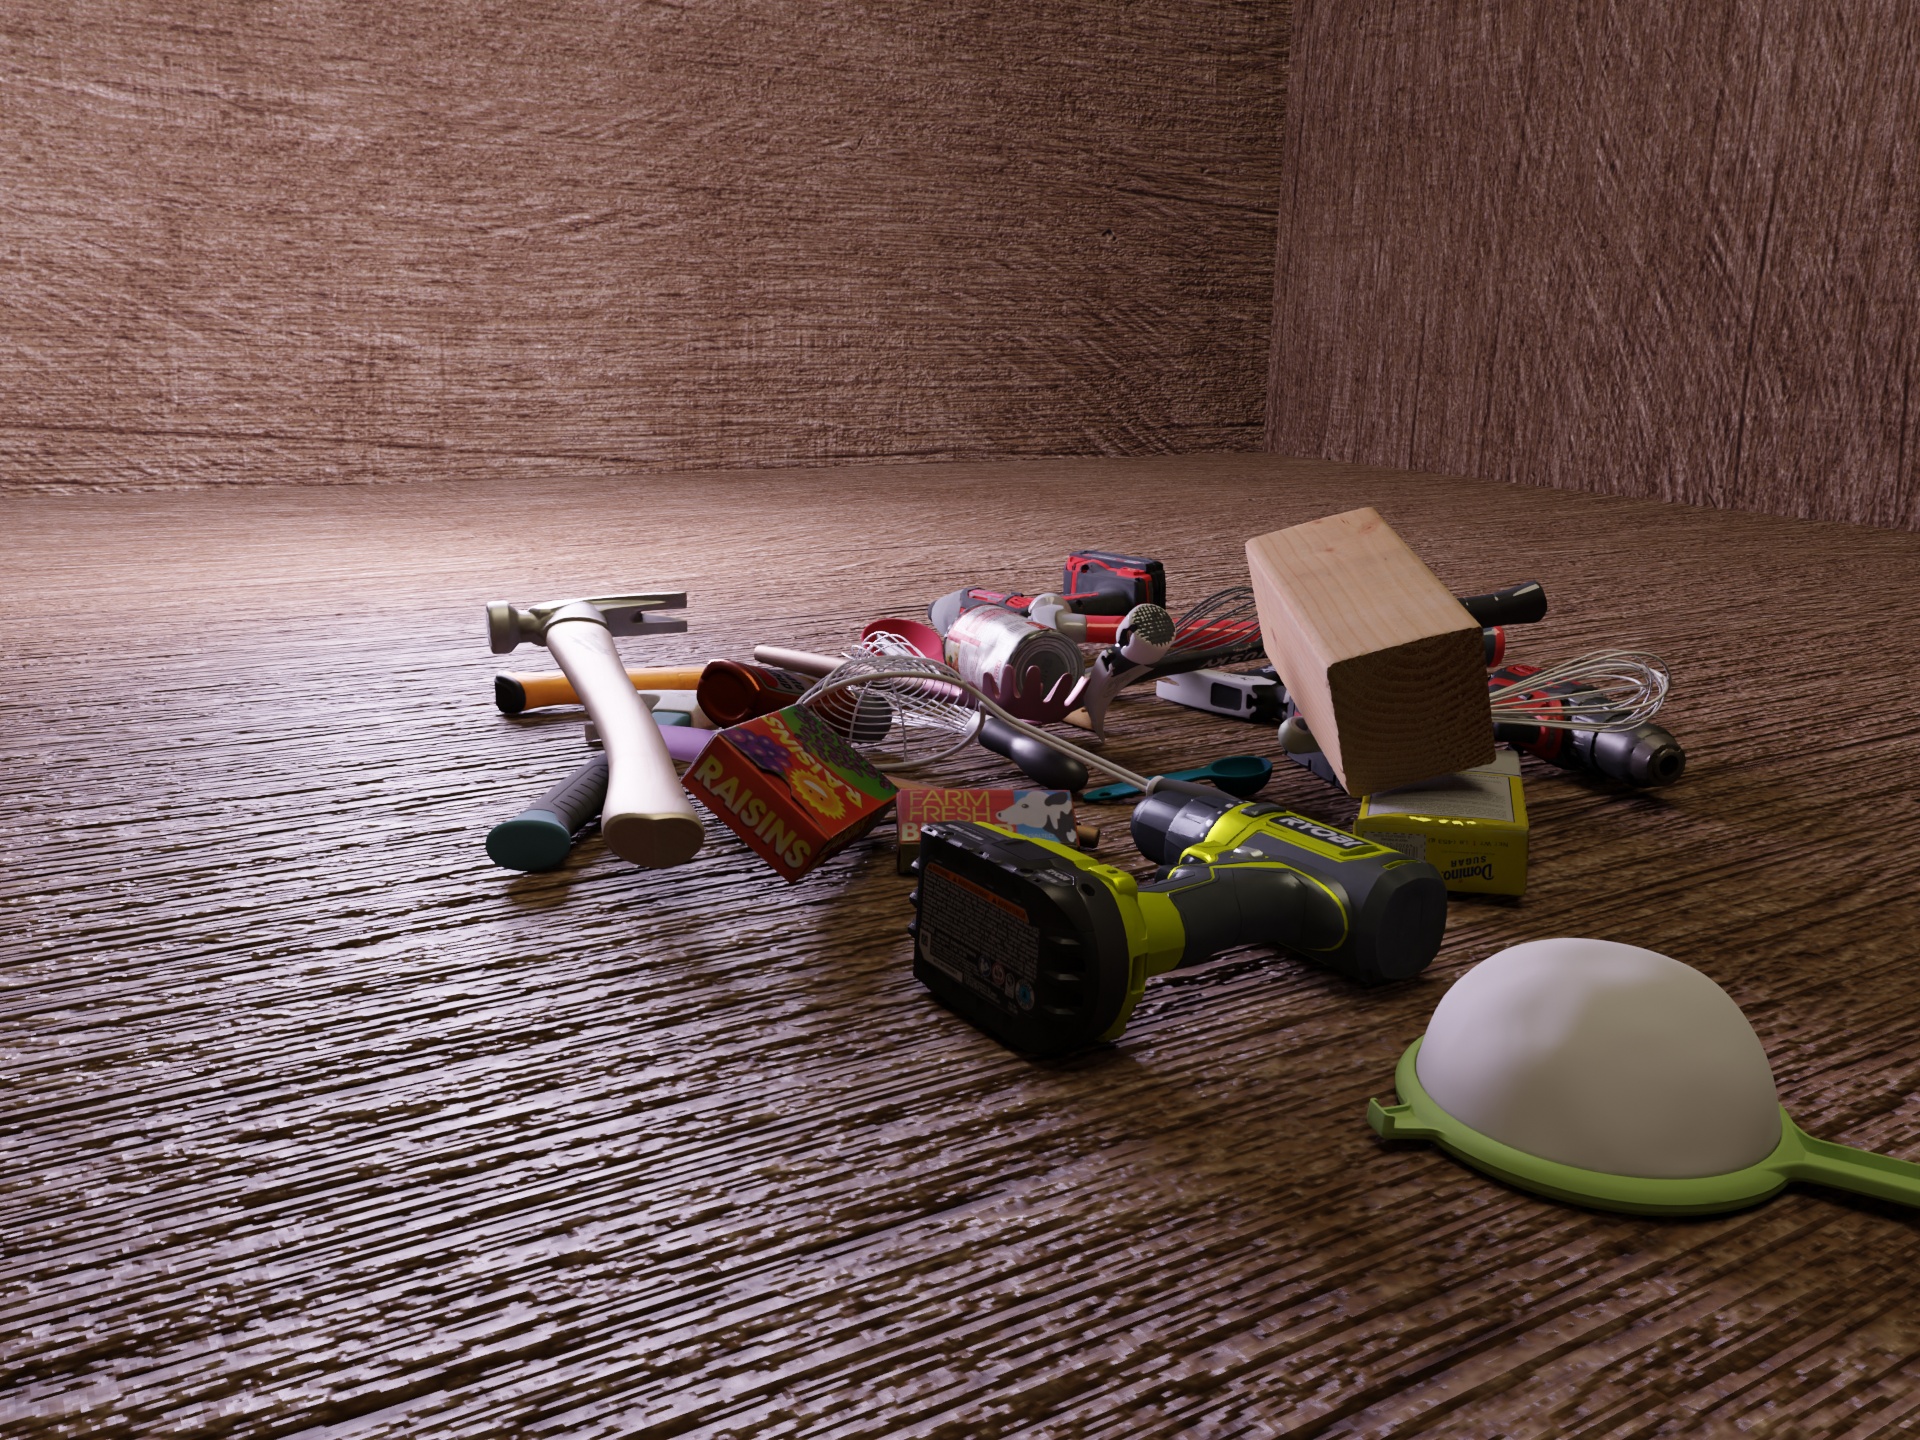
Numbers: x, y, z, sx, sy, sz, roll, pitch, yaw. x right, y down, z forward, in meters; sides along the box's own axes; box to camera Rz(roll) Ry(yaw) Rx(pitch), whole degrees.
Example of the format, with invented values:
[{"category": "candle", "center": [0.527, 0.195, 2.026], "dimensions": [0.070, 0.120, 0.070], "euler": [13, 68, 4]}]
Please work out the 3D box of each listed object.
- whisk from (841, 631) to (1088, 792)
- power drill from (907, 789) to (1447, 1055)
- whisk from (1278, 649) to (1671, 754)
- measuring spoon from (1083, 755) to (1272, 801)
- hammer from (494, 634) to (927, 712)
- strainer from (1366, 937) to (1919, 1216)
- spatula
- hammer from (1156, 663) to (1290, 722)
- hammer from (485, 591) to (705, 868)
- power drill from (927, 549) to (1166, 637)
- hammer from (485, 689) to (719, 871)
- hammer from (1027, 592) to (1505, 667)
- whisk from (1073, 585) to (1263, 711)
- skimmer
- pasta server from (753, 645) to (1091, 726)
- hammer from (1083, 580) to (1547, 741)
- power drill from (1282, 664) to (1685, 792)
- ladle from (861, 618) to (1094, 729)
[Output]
[{"category": "whisk", "center": [-0.001, -0.004, 1.141], "dimensions": [0.070, 0.070, 0.285], "euler": [-9, 23, -35]}, {"category": "power drill", "center": [0.092, 0.082, 0.771], "dimensions": [0.228, 0.080, 0.191], "euler": [-5, 16, -34]}, {"category": "whisk", "center": [0.325, -0.007, 1.008], "dimensions": [0.246, 0.059, 0.058], "euler": [-8, 39, 4]}, {"category": "measuring spoon", "center": [0.143, 0.047, 1.042], "dimensions": [0.128, 0.021, 0.042], "euler": [-10, 17, -8]}, {"category": "hammer", "center": [-0.200, -0.034, 1.277], "dimensions": [0.336, 0.034, 0.127], "euler": [-3, 16, -17]}, {"category": "strainer", "center": [0.294, 0.133, 0.596], "dimensions": [0.256, 0.069, 0.151], "euler": [9, 16, 34]}, {"category": "spatula", "center": [-0.067, 0.037, 0.983], "dimensions": [0.316, 0.018, 0.060], "euler": [12, 20, 16]}, {"category": "hammer", "center": [0.301, -0.050, 1.383], "dimensions": [0.146, 0.035, 0.334], "euler": [12, 18, 34]}, {"category": "hammer", "center": [-0.209, -0.009, 1.009], "dimensions": [0.146, 0.038, 0.411], "euler": [-6, 22, -19]}, {"category": "power drill", "center": [0.081, -0.106, 1.508], "dimensions": [0.219, 0.078, 0.143], "euler": [-16, 21, -41]}, {"category": "hammer", "center": [-0.220, 0.030, 1.031], "dimensions": [0.128, 0.033, 0.331], "euler": [4, 15, 7]}, {"category": "hammer", "center": [0.251, -0.064, 1.287], "dimensions": [0.386, 0.038, 0.143], "euler": [2, 16, -1]}, {"category": "whisk", "center": [0.136, -0.045, 1.205], "dimensions": [0.239, 0.055, 0.055], "euler": [-23, 17, -4]}, {"category": "skimmer", "center": [0.055, 0.045, 0.969], "dimensions": [0.363, 0.090, 0.127], "euler": [24, -14, 32]}, {"category": "pasta server", "center": [-0.040, -0.034, 1.127], "dimensions": [0.316, 0.040, 0.060], "euler": [12, 2, 42]}, {"category": "hammer", "center": [0.275, -0.059, 1.187], "dimensions": [0.409, 0.036, 0.149], "euler": [-10, -24, -24]}, {"category": "power drill", "center": [0.359, 0.006, 1.098], "dimensions": [0.226, 0.080, 0.188], "euler": [1, 14, -15]}, {"category": "ladle", "center": [0.015, -0.037, 1.324], "dimensions": [0.069, 0.031, 0.316], "euler": [-21, 26, -29]}]
